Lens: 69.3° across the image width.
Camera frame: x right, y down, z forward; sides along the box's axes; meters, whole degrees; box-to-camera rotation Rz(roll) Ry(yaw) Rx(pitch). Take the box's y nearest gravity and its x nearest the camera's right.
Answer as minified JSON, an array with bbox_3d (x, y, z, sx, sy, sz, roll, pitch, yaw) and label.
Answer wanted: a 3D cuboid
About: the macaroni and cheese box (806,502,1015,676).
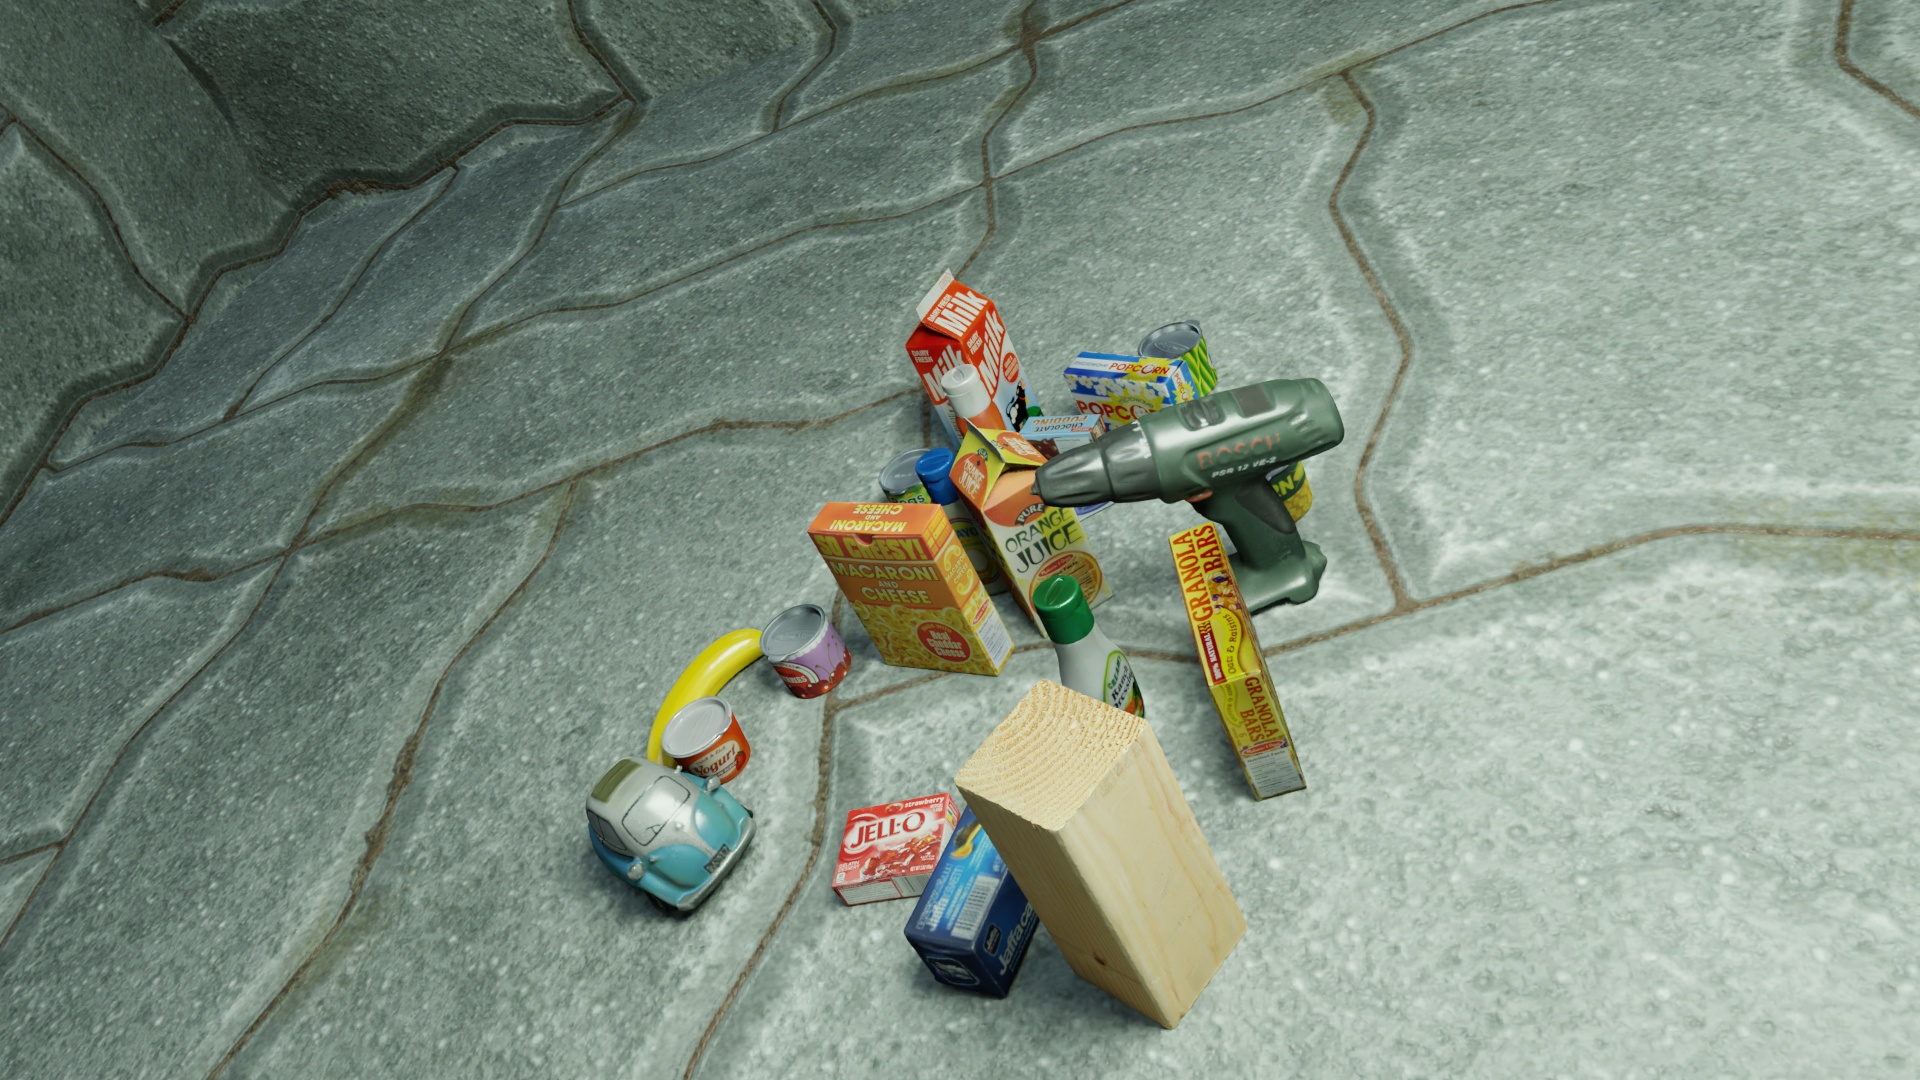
[{"bbox_3d":[-0.041,0.042,1.179,0.123,0.165,0.040,2,44,36],"label":"macaroni and cheese box"}]

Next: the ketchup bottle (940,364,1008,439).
[{"bbox_3d":[0.025,-0.099,1.330,0.043,0.148,0.065,-28,35,1],"label":"ketchup bottle"}]

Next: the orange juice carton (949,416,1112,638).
[{"bbox_3d":[0.053,-0.018,1.169,0.073,0.192,0.072,-32,35,-5],"label":"orange juice carton"}]

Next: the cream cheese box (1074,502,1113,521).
[{"bbox_3d":[0.117,-0.051,1.291,0.104,0.053,0.024,-27,35,1],"label":"cream cheese box"}]

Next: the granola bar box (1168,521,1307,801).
[{"bbox_3d":[0.197,0.085,1.001,0.039,0.123,0.166,-20,35,12],"label":"granola bar box"}]

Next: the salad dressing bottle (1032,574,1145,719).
[{"bbox_3d":[0.096,0.090,1.042,0.044,0.147,0.064,-1,43,34],"label":"salad dressing bottle"}]

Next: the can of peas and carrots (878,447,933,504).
[{"bbox_3d":[-0.041,-0.049,1.389,0.071,0.058,0.071,-18,36,14],"label":"can of peas and carrots"}]

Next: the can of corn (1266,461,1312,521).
[{"bbox_3d":[0.262,-0.049,1.187,0.071,0.058,0.071,-18,36,14],"label":"can of corn"}]

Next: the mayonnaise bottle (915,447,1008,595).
[{"bbox_3d":[0.004,-0.016,1.238,0.064,0.147,0.041,-13,37,21],"label":"mayonnaise bottle"}]

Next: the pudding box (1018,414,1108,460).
[{"bbox_3d":[0.104,-0.095,1.360,0.083,0.049,0.030,0,43,34],"label":"pudding box"}]

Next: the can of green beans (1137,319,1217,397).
[{"bbox_3d":[0.216,-0.175,1.379,0.071,0.057,0.071,-18,36,14],"label":"can of green beans"}]

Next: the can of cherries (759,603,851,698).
[{"bbox_3d":[-0.142,0.103,1.263,0.071,0.058,0.072,-18,36,14],"label":"can of cherries"}]

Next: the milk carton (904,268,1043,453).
[{"bbox_3d":[0.009,-0.176,1.404,0.073,0.189,0.073,2,44,36],"label":"milk carton"}]

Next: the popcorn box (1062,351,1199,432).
[{"bbox_3d":[0.168,-0.135,1.336,0.127,0.085,0.038,13,51,43],"label":"popcorn box"}]

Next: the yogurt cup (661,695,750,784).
[{"bbox_3d":[-0.221,0.179,1.222,0.072,0.053,0.073,-18,36,14],"label":"yogurt cup"}]
